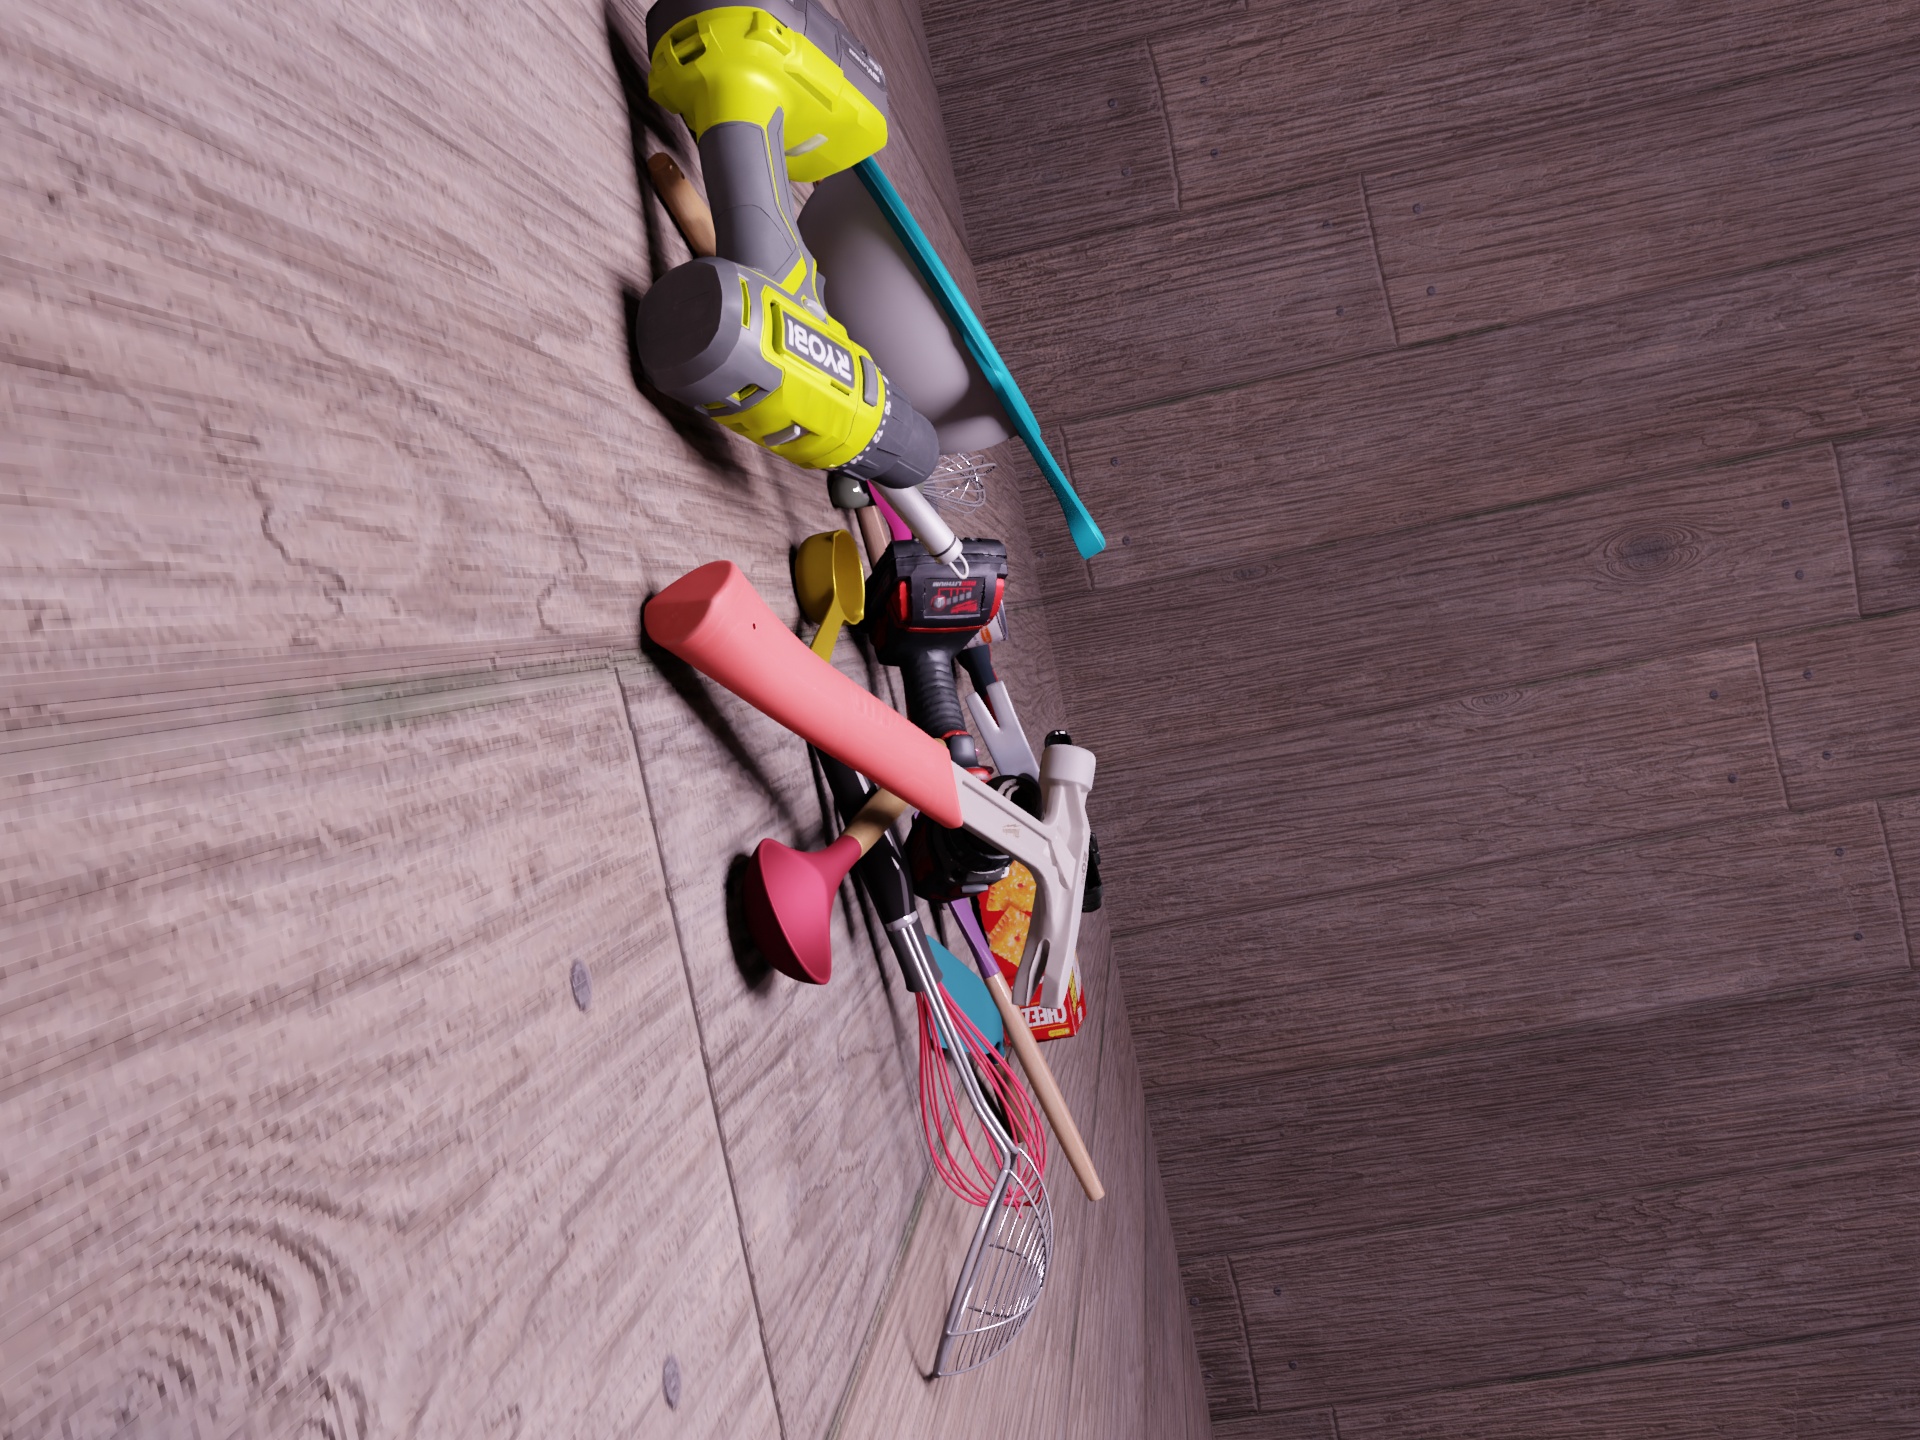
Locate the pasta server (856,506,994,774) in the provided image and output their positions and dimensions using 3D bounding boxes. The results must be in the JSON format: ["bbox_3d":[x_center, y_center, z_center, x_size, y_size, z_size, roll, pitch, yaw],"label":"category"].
[{"bbox_3d":[-0.031,-0.050,1.235,0.060,0.040,0.316,-51,132,-51],"label":"pasta server"}]

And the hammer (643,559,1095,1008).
[{"bbox_3d":[-0.027,0.029,0.768,0.358,0.037,0.149,36,58,-53],"label":"hammer"}]

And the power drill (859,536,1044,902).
[{"bbox_3d":[-0.002,-0.003,1.025,0.188,0.080,0.227,134,-49,-67],"label":"power drill"}]

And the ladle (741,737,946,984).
[{"bbox_3d":[-0.049,0.055,0.810,0.069,0.031,0.315,66,18,-8],"label":"ladle"}]

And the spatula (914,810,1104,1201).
[{"bbox_3d":[0.034,0.211,1.173,0.060,0.018,0.316,-44,109,-85],"label":"spatula"}]

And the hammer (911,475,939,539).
[{"bbox_3d":[-0.036,-0.232,1.494,0.149,0.036,0.409,72,10,-46],"label":"hammer"}]

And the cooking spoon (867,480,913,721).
[{"bbox_3d":[-0.039,-0.099,1.141,0.069,0.017,0.318,-39,130,-54],"label":"cooking spoon"}]

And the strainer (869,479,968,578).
[{"bbox_3d":[-0.069,-0.166,0.887,0.258,0.050,0.087,48,37,-33],"label":"strainer"}]

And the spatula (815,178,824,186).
[{"bbox_3d":[-0.101,-0.442,1.297,0.081,0.041,0.322,-93,170,-52],"label":"spatula"}]

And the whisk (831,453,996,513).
[{"bbox_3d":[-0.034,-0.178,1.197,0.058,0.059,0.246,67,25,-1],"label":"whisk"}]

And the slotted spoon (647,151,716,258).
[{"bbox_3d":[-0.115,-0.230,0.925,0.313,0.031,0.070,52,20,-69],"label":"slotted spoon"}]

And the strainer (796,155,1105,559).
[{"bbox_3d":[-0.021,-0.193,0.934,0.210,0.095,0.341,50,11,-52],"label":"strainer"}]

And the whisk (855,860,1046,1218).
[{"bbox_3d":[-0.015,0.173,0.953,0.073,0.073,0.295,-77,148,-73],"label":"whisk"}]

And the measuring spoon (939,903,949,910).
[{"bbox_3d":[0.006,0.092,1.232,0.034,0.018,0.124,50,44,-42],"label":"measuring spoon"}]

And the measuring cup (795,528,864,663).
[{"bbox_3d":[-0.087,-0.051,0.906,0.157,0.029,0.062,-75,156,-47],"label":"measuring cup"}]

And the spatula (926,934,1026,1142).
[{"bbox_3d":[0.018,0.261,1.198,0.317,0.044,0.082,76,5,-55],"label":"spatula"}]

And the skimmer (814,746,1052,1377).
[{"bbox_3d":[-0.036,0.178,0.884,0.127,0.090,0.363,-18,87,-78],"label":"skimmer"}]

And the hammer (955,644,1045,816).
[{"bbox_3d":[0.024,-0.025,1.397,0.387,0.038,0.143,-109,174,-69],"label":"hammer"}]

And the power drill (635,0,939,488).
[{"bbox_3d":[-0.079,-0.232,0.786,0.190,0.080,0.229,20,60,-56],"label":"power drill"}]
